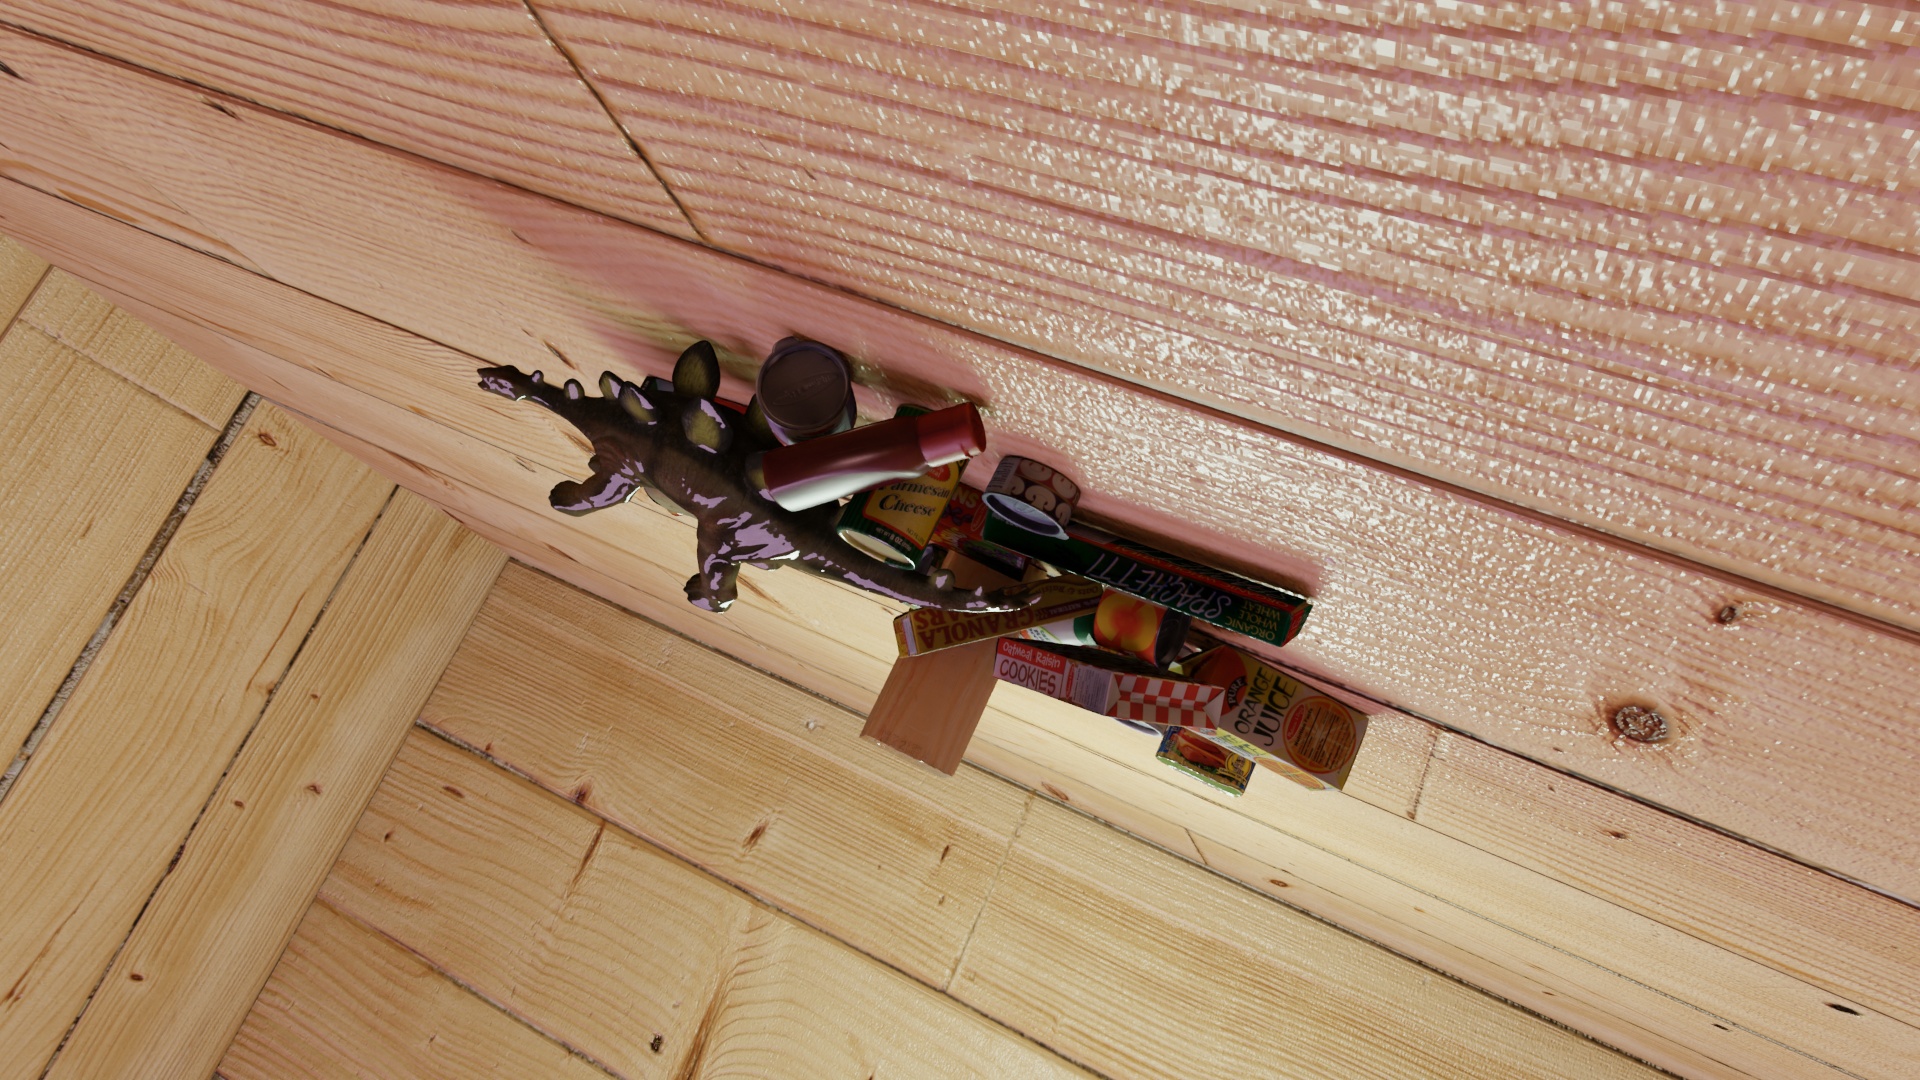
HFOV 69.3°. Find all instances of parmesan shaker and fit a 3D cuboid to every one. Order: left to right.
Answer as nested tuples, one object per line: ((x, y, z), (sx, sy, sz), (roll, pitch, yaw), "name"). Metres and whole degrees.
((-0.037, -0.037, 1.012), (0.071, 0.103, 0.071), (24, 166, 6), "parmesan shaker")

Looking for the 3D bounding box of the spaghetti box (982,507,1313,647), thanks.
((0.135, 0.022, 1.038), (0.250, 0.028, 0.050), (20, -164, 25), "spaghetti box")

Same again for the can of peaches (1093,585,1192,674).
((0.149, 0.067, 1.139), (0.058, 0.071, 0.071), (20, 165, 29), "can of peaches")

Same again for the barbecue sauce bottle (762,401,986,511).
((-0.057, -0.058, 0.952), (0.148, 0.044, 0.065), (-14, 168, 16), "barbecue sauce bottle")

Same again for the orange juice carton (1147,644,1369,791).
((0.260, 0.152, 1.255), (0.193, 0.073, 0.071), (27, 167, -3), "orange juice carton")

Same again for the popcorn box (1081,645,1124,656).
((0.166, 0.131, 1.427), (0.127, 0.038, 0.085), (24, 167, 10), "popcorn box")

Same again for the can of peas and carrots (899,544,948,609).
((-0.021, 0.045, 1.390), (0.058, 0.071, 0.071), (29, 166, -17), "can of peas and carrots")

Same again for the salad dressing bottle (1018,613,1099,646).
((0.104, 0.082, 1.338), (0.064, 0.044, 0.147), (45, 159, -17), "salad dressing bottle")

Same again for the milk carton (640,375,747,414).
((-0.211, -0.080, 1.244), (0.191, 0.072, 0.073), (19, 164, 28), "milk carton")

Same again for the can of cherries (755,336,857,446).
((-0.108, -0.103, 0.985), (0.071, 0.071, 0.058), (24, 167, 7), "can of cherries")

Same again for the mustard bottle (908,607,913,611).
((0.019, 0.106, 1.431), (0.160, 0.049, 0.065), (19, 167, 26), "mustard bottle")

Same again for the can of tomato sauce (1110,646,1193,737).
((0.179, 0.137, 1.326), (0.071, 0.083, 0.071), (24, 166, 7), "can of tomato sauce")

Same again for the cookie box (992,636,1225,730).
((0.124, 0.120, 1.195), (0.123, 0.040, 0.167), (11, -179, -32), "cookie box")

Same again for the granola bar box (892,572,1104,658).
((0.030, 0.063, 1.196), (0.166, 0.039, 0.124), (-13, 176, -10), "granola bar box")

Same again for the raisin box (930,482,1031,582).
((0.004, -0.015, 1.165), (0.123, 0.040, 0.086), (25, 168, 6), "raisin box")

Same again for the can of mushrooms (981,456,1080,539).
((0.054, -0.031, 1.020), (0.071, 0.033, 0.071), (24, 166, 7), "can of mushrooms")
